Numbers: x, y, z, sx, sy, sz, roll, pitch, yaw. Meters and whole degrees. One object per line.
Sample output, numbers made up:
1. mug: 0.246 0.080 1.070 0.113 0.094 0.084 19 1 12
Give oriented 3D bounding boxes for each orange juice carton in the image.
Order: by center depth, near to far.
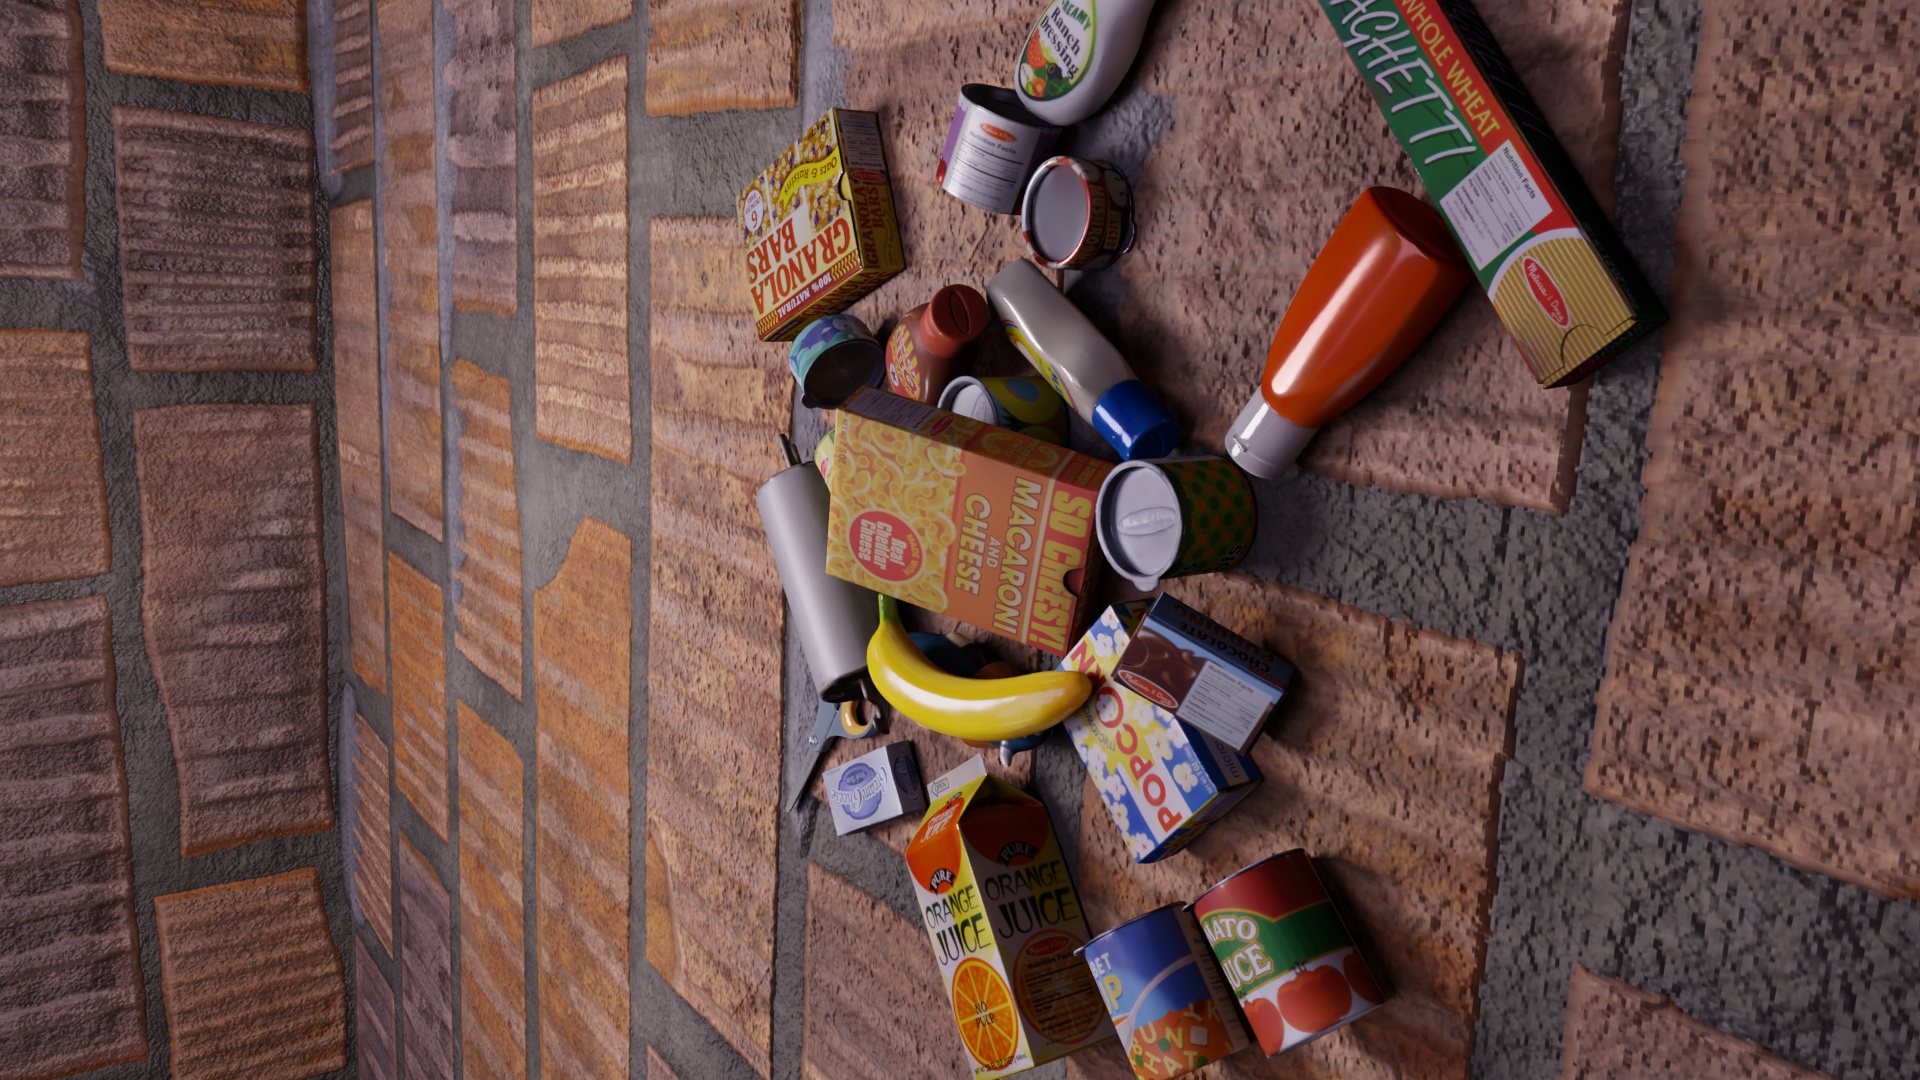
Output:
1. orange juice carton: 0.025 0.238 0.894 0.071 0.073 0.193 -43 60 48

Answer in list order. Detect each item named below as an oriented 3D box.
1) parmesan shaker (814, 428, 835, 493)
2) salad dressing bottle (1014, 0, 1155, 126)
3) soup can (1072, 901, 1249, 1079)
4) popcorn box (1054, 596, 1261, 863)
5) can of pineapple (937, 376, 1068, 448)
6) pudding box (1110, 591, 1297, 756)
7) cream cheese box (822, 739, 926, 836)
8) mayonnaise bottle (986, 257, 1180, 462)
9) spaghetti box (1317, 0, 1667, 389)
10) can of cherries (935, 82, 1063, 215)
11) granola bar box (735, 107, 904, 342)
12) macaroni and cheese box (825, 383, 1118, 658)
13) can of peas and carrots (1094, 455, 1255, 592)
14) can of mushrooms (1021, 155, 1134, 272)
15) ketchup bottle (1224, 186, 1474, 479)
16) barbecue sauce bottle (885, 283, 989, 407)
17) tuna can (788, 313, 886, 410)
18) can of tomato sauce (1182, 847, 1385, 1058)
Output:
1. parmesan shaker: -0.053 -0.028 0.981 0.071 0.071 0.103 -54 53 42
2. salad dressing bottle: 0.085 -0.301 0.775 0.147 0.044 0.064 -49 57 44
3. soup can: 0.112 0.256 0.779 0.071 0.071 0.084 -49 56 45
4. popcorn box: 0.107 0.108 0.796 0.084 0.038 0.127 -55 51 42
5. can of pineapple: 0.027 -0.069 0.870 0.071 0.058 0.071 10 102 53
6. pudding box: 0.128 0.070 0.736 0.084 0.030 0.049 30 124 10
7. cream cheese box: -0.066 0.190 1.056 0.103 0.024 0.053 -32 69 51
8. mayonnaise bottle: 0.070 -0.101 0.806 0.148 0.041 0.064 53 178 34
9. spaghetti box: 0.222 -0.184 0.612 0.050 0.029 0.251 -44 59 47
10. can of cherries: 0.025 -0.240 0.850 0.072 0.072 0.058 49 132 39
11. granola bar box: -0.112 -0.235 1.057 0.165 0.039 0.124 -21 78 53
12. macaroni and cheese box: 0.003 -0.010 0.835 0.166 0.040 0.123 19 127 16
13. can of peas and carrots: 0.117 -0.010 0.752 0.071 0.059 0.071 11 103 53
14. can of mushrooms: 0.069 -0.191 0.819 0.071 0.033 0.071 7 99 53
15. ketchup bottle: 0.179 -0.093 0.669 0.065 0.043 0.148 60 137 32
16. barbecue sauce bottle: -0.015 -0.124 0.887 0.148 0.044 0.065 146 108 -76
17. tuna can: -0.092 -0.129 1.017 0.033 0.071 0.070 57 136 35
18. can of tomato sauce: 0.163 0.209 0.703 0.070 0.071 0.083 -53 54 43
